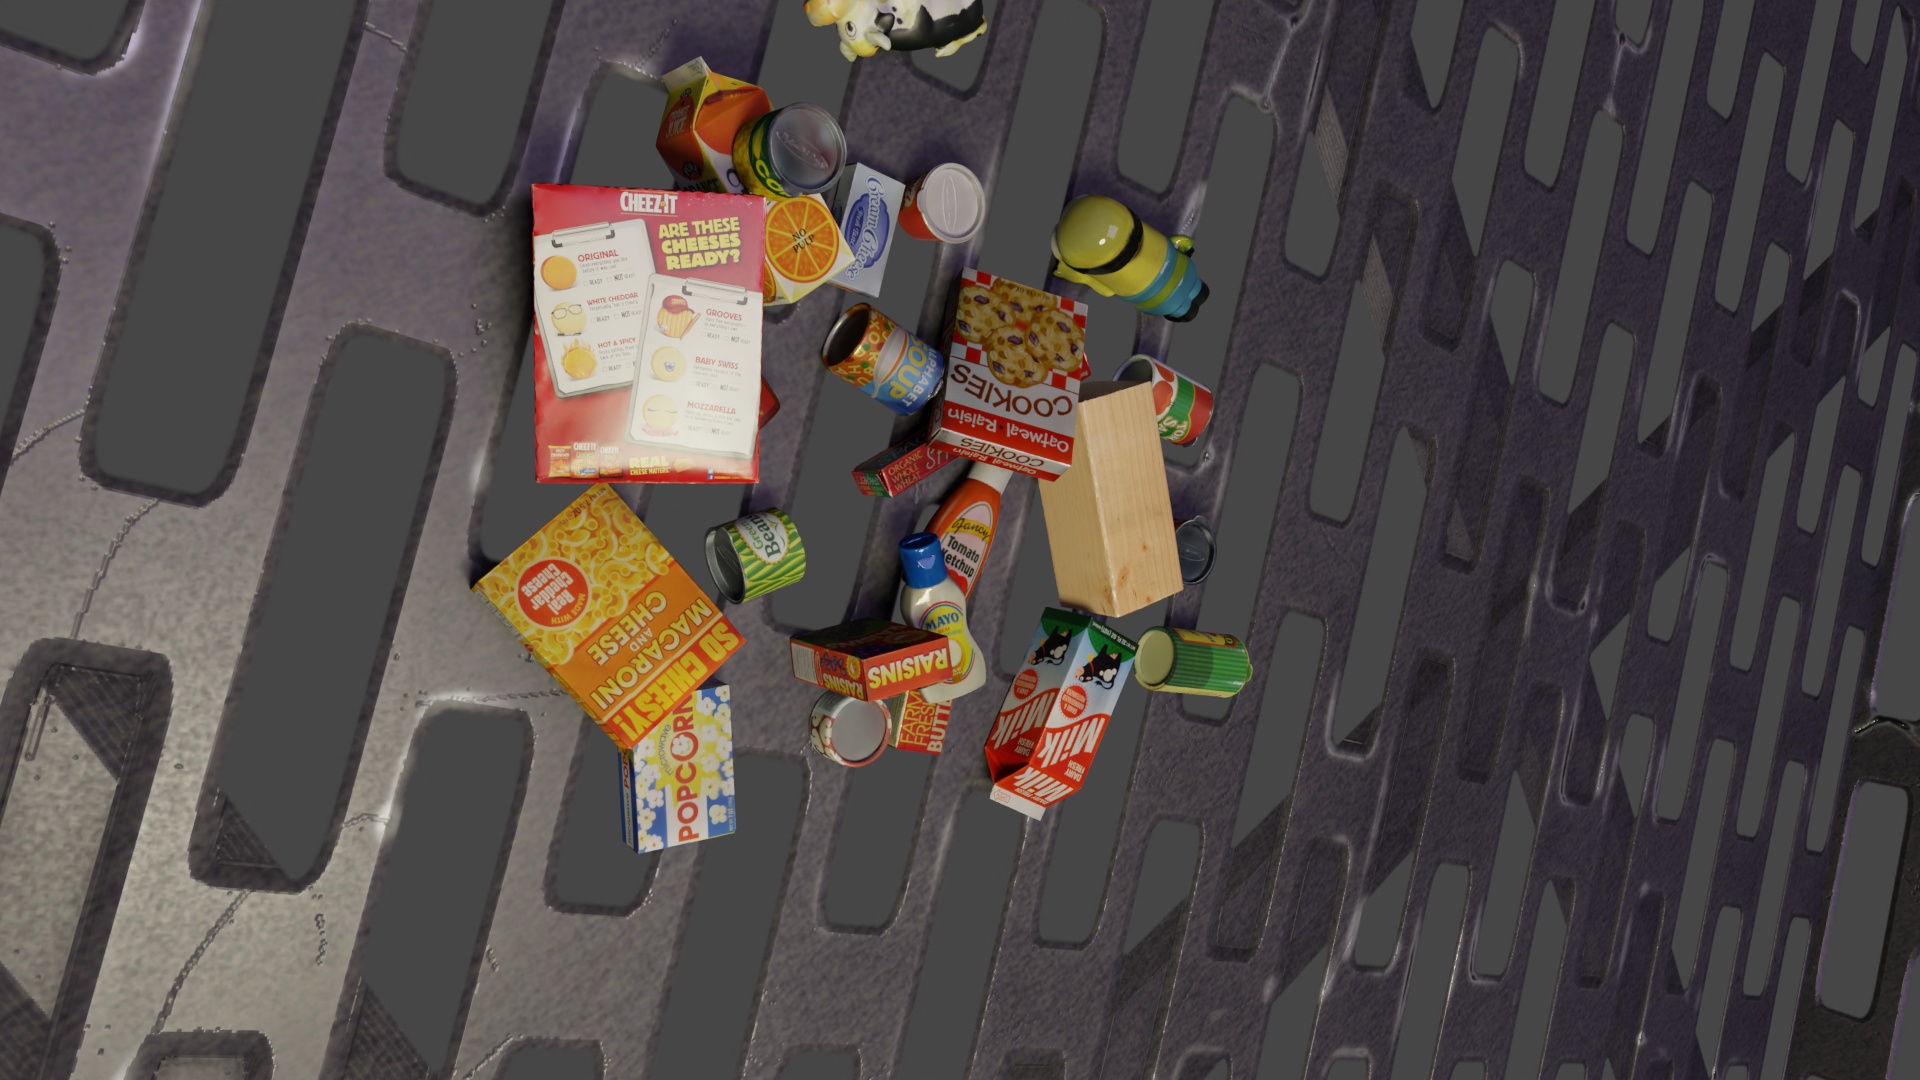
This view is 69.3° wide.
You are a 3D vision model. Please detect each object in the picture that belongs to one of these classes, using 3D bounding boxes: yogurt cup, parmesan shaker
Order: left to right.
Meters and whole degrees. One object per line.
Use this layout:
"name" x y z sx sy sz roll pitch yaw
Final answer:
"yogurt cup" -0.020 -0.291 1.209 0.072 0.054 0.072 -4 97 -35
"parmesan shaker" 0.237 0.124 1.417 0.103 0.071 0.071 10 89 -35

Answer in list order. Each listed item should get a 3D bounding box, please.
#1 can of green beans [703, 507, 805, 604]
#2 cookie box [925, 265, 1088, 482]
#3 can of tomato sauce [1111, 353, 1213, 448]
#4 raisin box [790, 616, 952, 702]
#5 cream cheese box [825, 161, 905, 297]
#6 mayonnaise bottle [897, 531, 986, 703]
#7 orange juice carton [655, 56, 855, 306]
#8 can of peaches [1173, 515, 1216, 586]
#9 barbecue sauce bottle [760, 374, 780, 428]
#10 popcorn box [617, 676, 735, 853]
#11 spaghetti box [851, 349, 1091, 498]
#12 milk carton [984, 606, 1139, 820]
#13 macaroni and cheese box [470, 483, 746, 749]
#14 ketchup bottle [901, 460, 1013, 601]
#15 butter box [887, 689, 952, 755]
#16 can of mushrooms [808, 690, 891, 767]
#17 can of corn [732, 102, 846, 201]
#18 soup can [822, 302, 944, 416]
"can of green beans" -0.167 0.012 1.126 0.058 0.071 0.071 -22 107 -32
"cookie box" 0.042 -0.146 1.222 0.123 0.040 0.168 15 65 -16
"can of tomato sauce" 0.196 -0.137 1.367 0.083 0.071 0.071 22 82 -34
"raisin box" -0.076 0.099 1.163 0.086 0.123 0.040 -12 101 -34
"cream cheese box" -0.085 -0.264 1.184 0.053 0.024 0.104 15 86 -36
"mayonnaise bottle" -0.021 0.066 1.204 0.065 0.041 0.147 -19 114 -14
"orange juice carton" -0.170 -0.284 1.093 0.073 0.072 0.192 -41 116 -26
"can of peaches" 0.215 0.008 1.399 0.071 0.058 0.071 -3 96 -34
"barbecue sauce bottle" -0.207 -0.147 1.097 0.065 0.043 0.148 -44 116 -22
"popcorn box" -0.229 0.179 1.115 0.085 0.038 0.126 -6 98 -33
"spaghetti box" 0.013 -0.108 1.252 0.251 0.050 0.028 -33 111 -28
"milk carton" 0.089 0.166 1.316 0.072 0.073 0.191 31 77 -33
"macaroni and cheese box" -0.264 0.056 1.053 0.124 0.040 0.166 -44 101 -23
"ketchup bottle" 0.004 -0.016 1.258 0.064 0.043 0.149 33 75 -28
"butter box" -0.034 0.139 1.257 0.053 0.024 0.103 14 86 -35
"can of mushrooms" -0.095 0.165 1.211 0.071 0.033 0.071 -4 96 -35
"can of corn" -0.130 -0.287 1.040 0.071 0.058 0.071 -4 97 -36
"soup can" -0.064 -0.153 1.180 0.083 0.071 0.071 31 77 -33
